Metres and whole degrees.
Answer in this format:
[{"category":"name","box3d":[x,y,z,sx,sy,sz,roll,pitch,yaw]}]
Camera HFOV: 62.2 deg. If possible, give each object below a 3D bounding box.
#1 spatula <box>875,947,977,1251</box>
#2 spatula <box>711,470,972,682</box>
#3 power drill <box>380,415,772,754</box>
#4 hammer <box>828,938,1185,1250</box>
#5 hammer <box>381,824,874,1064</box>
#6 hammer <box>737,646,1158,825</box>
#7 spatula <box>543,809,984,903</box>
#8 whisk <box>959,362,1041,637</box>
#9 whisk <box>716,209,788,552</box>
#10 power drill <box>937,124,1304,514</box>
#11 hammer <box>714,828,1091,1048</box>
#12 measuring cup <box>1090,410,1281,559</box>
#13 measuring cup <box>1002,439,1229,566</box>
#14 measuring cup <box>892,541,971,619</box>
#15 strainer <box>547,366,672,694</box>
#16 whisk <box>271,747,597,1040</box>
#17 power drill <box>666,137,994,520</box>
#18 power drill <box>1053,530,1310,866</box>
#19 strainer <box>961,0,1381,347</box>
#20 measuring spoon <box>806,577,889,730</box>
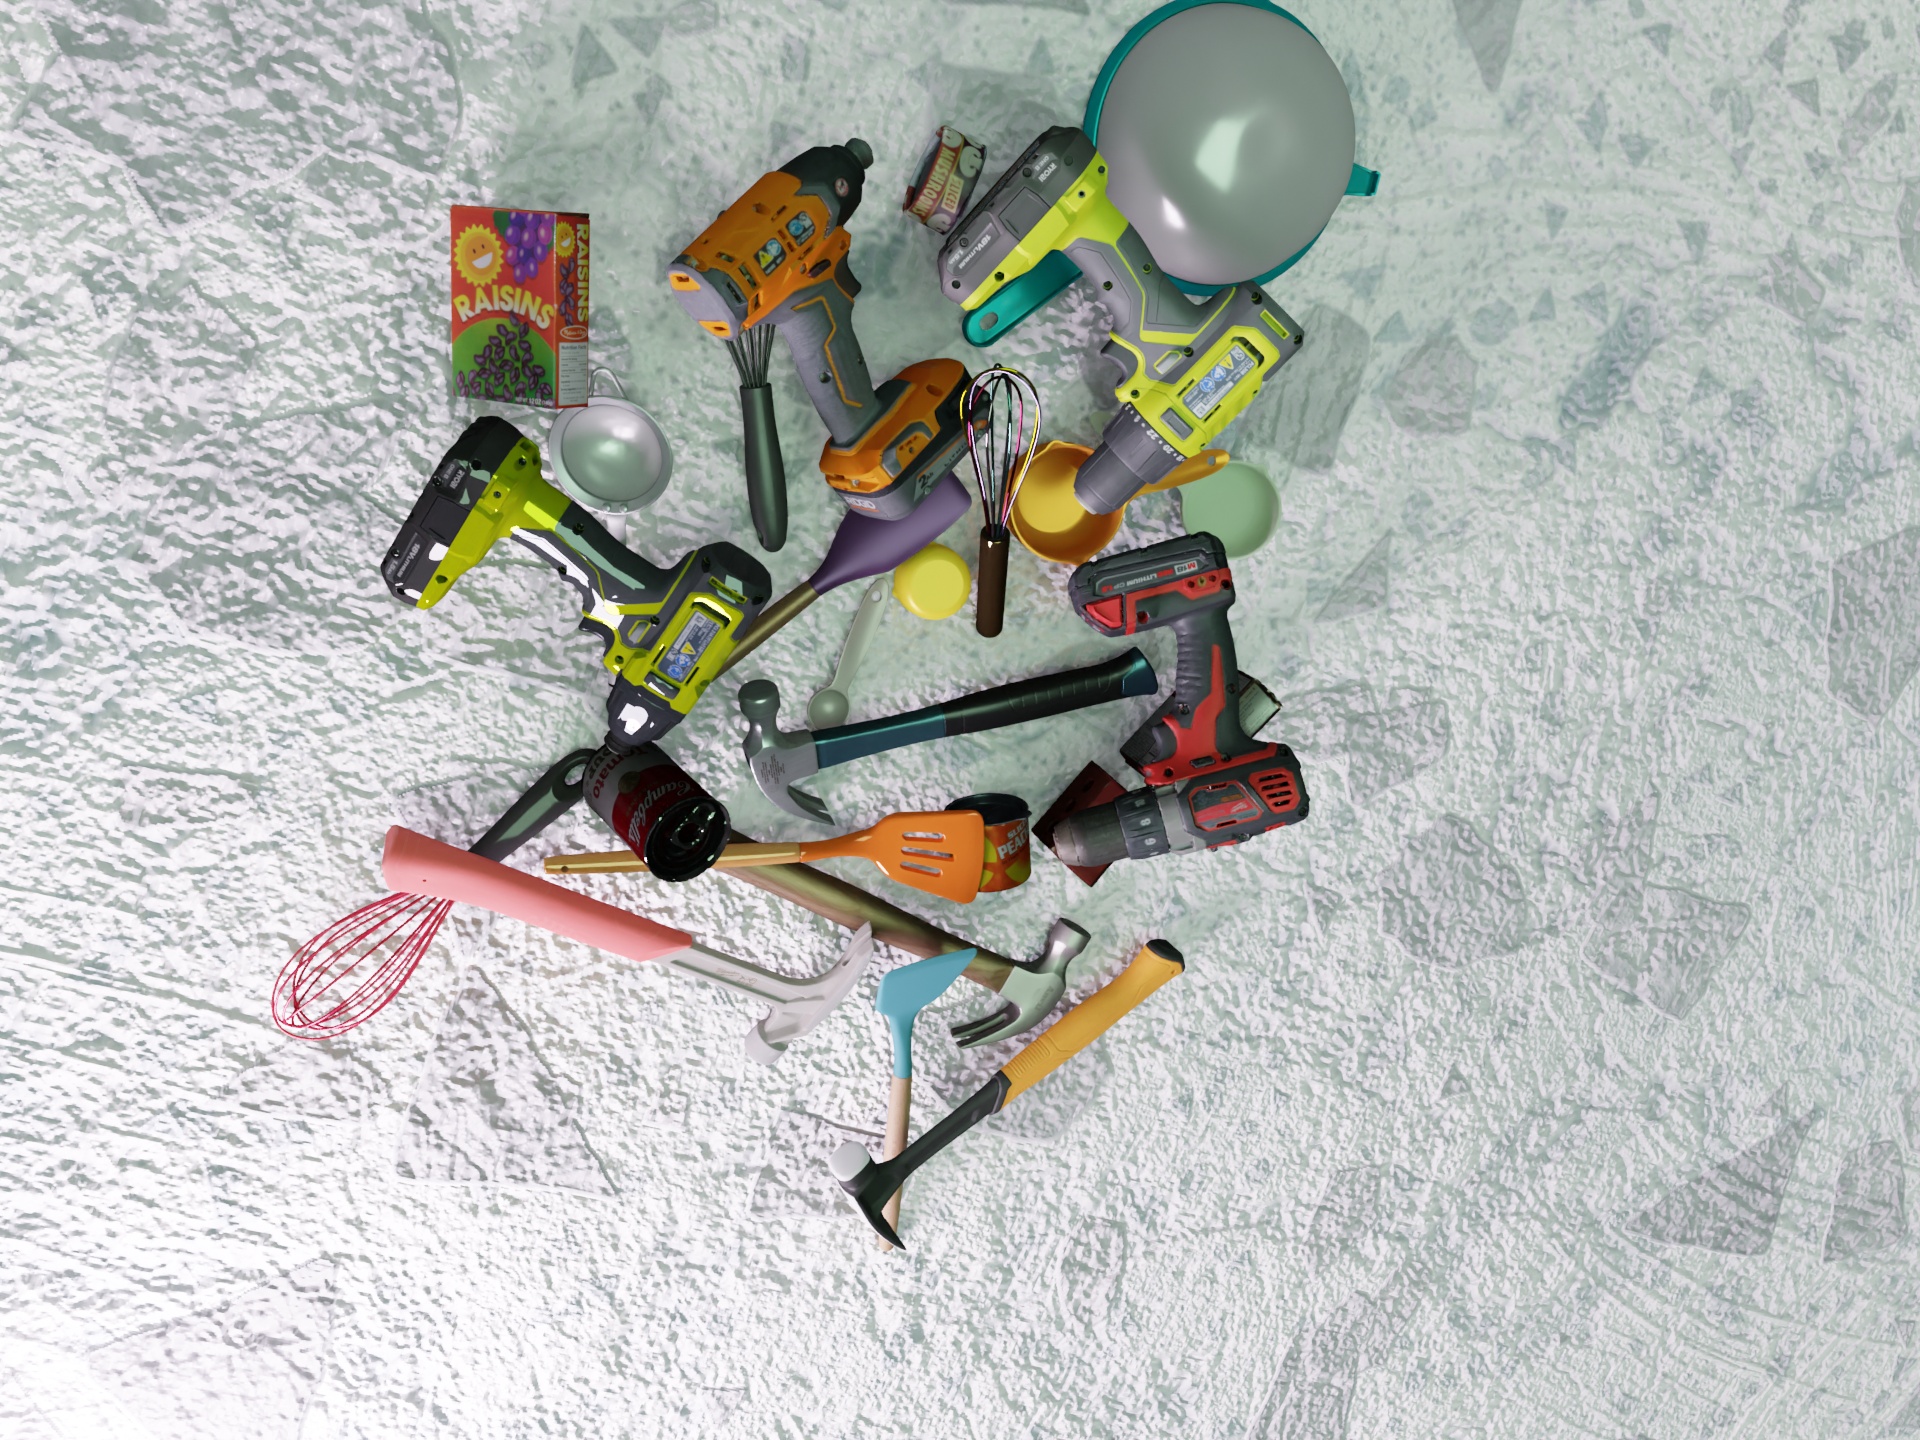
[{"category":"spatula","box3d":[-0.045,0.311,1.278,0.082,0.044,0.317,-11,120,-30]},{"category":"spatula","box3d":[-0.129,-0.083,1.162,0.316,0.018,0.060,-38,94,3]},{"category":"power drill","box3d":[-0.263,-0.086,1.076,0.223,0.080,0.171,33,112,-14]},{"category":"hammer","box3d":[0.051,0.295,1.302,0.337,0.034,0.127,-36,134,-13]},{"category":"hammer","box3d":[-0.242,0.148,1.154,0.358,0.037,0.149,27,117,-29]},{"category":"hammer","box3d":[-0.002,-0.004,1.211,0.331,0.033,0.128,-13,127,-16]},{"category":"spatula","box3d":[-0.142,0.103,1.180,0.322,0.041,0.081,-2,115,-16]},{"category":"whisk","box3d":[0.022,-0.151,1.131,0.047,0.051,0.244,-20,142,-19]},{"category":"whisk","box3d":[-0.145,-0.233,1.111,0.055,0.055,0.238,-10,113,-13]},{"category":"power drill","box3d":[0.095,-0.269,1.092,0.228,0.080,0.190,41,109,-15]},{"category":"hammer","box3d":[-0.061,0.162,1.258,0.331,0.031,0.130,27,97,-21]},{"category":"measuring cup","box3d":[0.169,-0.188,1.221,0.167,0.038,0.083,33,100,-5]},{"category":"measuring cup","box3d":[0.113,-0.177,1.191,0.173,0.052,0.095,-17,107,-9]},{"category":"measuring cup","box3d":[-0.033,-0.147,1.173,0.062,0.029,0.156,-20,110,-9]},{"category":"strainer","box3d":[-0.242,-0.123,1.118,0.087,0.050,0.258,5,112,4]},{"category":"whisk","box3d":[-0.373,0.123,1.147,0.296,0.073,0.073,-42,113,-7]},{"category":"power drill","box3d":[-0.073,-0.266,1.071,0.164,0.084,0.226,-49,126,-16]},{"category":"power drill","box3d":[0.140,-0.009,1.172,0.188,0.080,0.227,-15,86,4]},{"category":"strainer","box3d":[0.149,-0.369,1.123,0.340,0.095,0.210,-38,112,-4]},{"category":"measuring spoon","box3d":[-0.084,-0.051,1.200,0.034,0.018,0.124,22,92,-30]}]
